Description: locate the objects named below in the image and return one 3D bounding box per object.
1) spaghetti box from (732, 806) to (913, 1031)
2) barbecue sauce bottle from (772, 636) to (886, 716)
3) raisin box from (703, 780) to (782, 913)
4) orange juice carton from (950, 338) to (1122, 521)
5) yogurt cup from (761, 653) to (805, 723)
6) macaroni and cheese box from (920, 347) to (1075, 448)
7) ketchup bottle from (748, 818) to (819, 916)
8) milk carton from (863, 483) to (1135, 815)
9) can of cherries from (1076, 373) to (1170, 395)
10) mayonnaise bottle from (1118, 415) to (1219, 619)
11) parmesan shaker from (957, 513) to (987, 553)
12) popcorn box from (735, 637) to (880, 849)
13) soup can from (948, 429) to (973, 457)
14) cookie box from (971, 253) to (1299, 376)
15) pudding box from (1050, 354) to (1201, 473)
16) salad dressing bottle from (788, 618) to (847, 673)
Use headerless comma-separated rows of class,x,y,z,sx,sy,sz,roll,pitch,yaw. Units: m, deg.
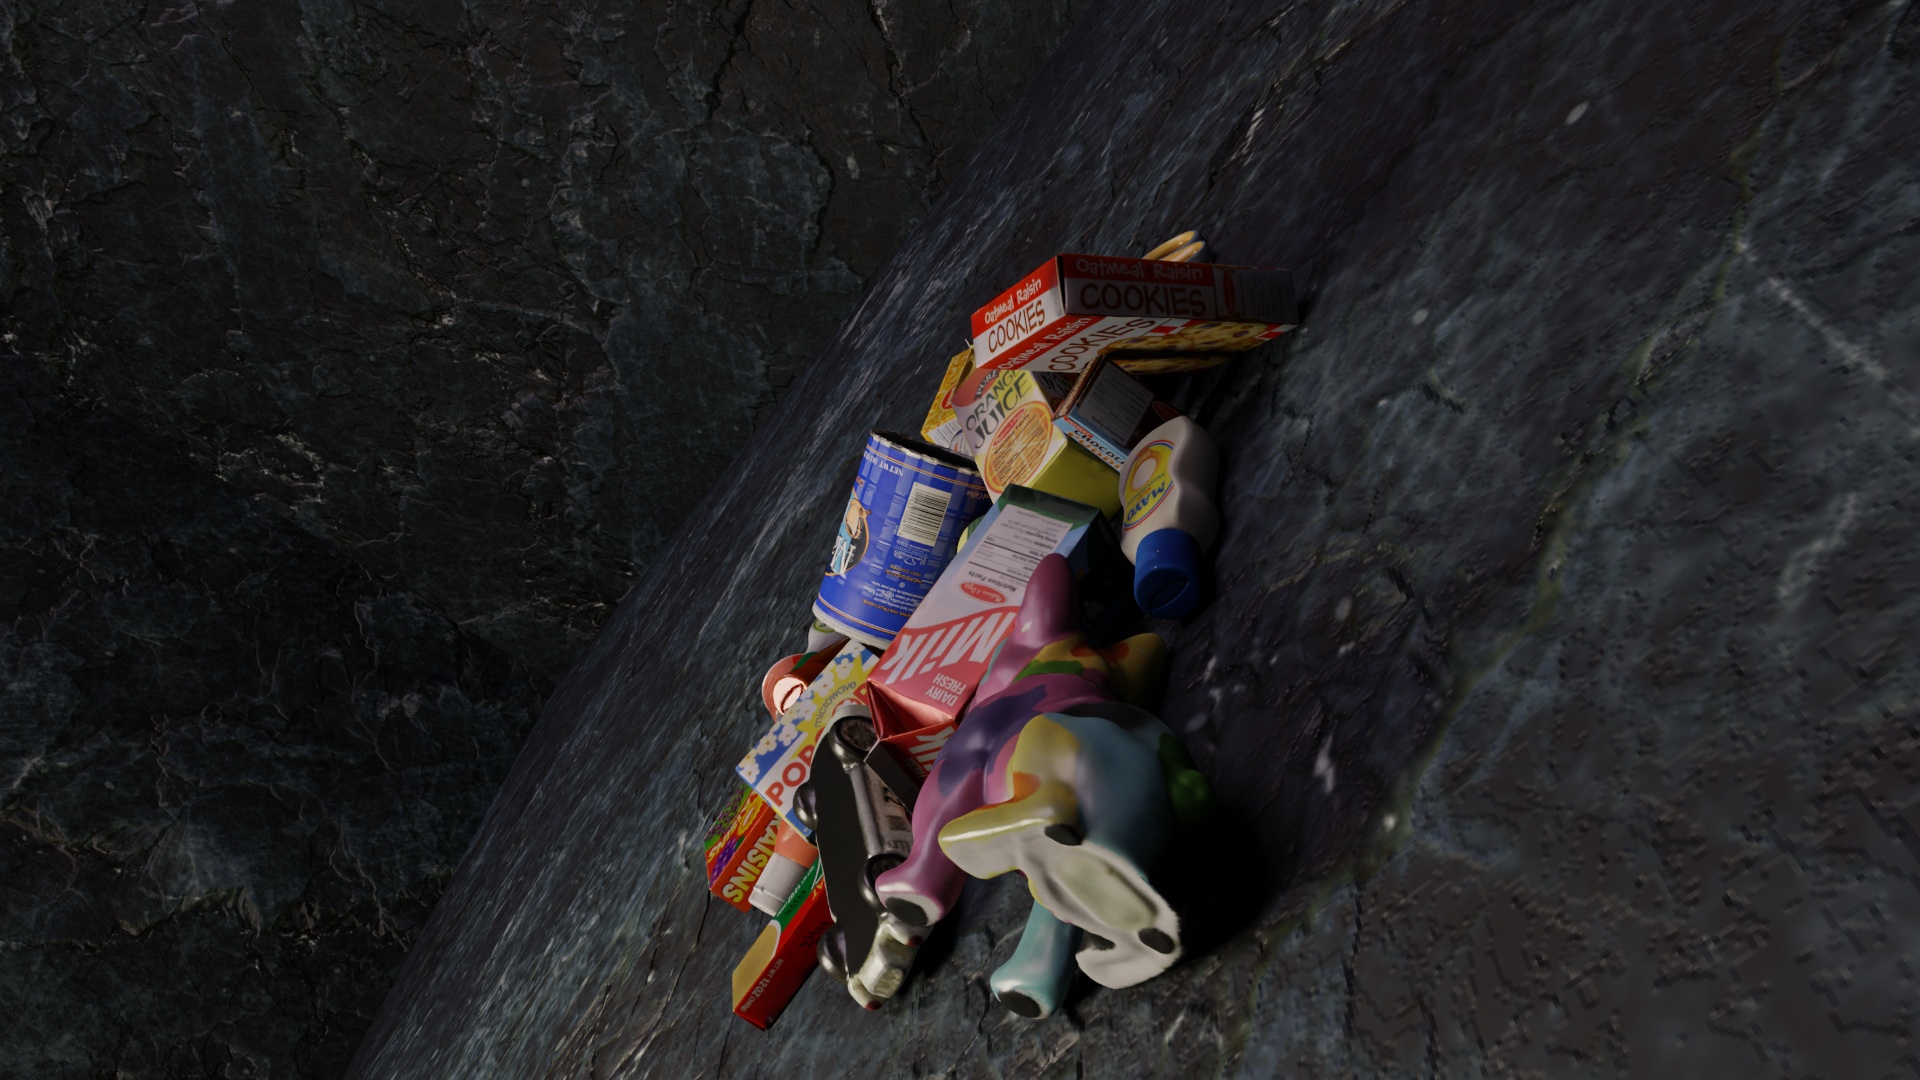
spaghetti box,-0.067,0.206,0.909,0.250,0.028,0.050,-54,16,4
barbecue sauce bottle,-0.092,0.102,1.070,0.064,0.044,0.149,-51,-11,23
raisin box,-0.168,0.238,1.128,0.086,0.040,0.123,-54,14,-2
orange juice carton,0.051,-0.081,0.986,0.072,0.072,0.193,-49,34,21
yogurt cup,-0.135,0.139,1.199,0.072,0.072,0.054,-52,23,9
macaroni and cheese box,0.052,-0.150,1.217,0.166,0.040,0.124,-25,29,33
ketchup bottle,-0.099,0.198,0.991,0.064,0.043,0.149,2,57,52
milk carton,0.016,0.066,0.795,0.073,0.072,0.191,18,63,41
can of cherries,0.123,-0.131,0.996,0.058,0.071,0.071,-58,15,-6
mayonnaise bottle,0.119,-0.013,0.792,0.064,0.041,0.149,-43,18,29
parmesan shaker,0.030,0.027,0.924,0.071,0.071,0.103,-49,15,20
popcorn box,-0.083,0.141,0.964,0.085,0.038,0.127,34,77,38
soup can,0.040,-0.074,1.127,0.083,0.071,0.071,-24,33,61
cookie box,0.107,-0.140,0.878,0.122,0.168,0.040,159,108,-64
pudding box,0.106,-0.073,0.883,0.050,0.083,0.030,-59,13,-14
salad dressing bottle,-0.107,0.093,1.180,0.064,0.043,0.148,-3,23,19
